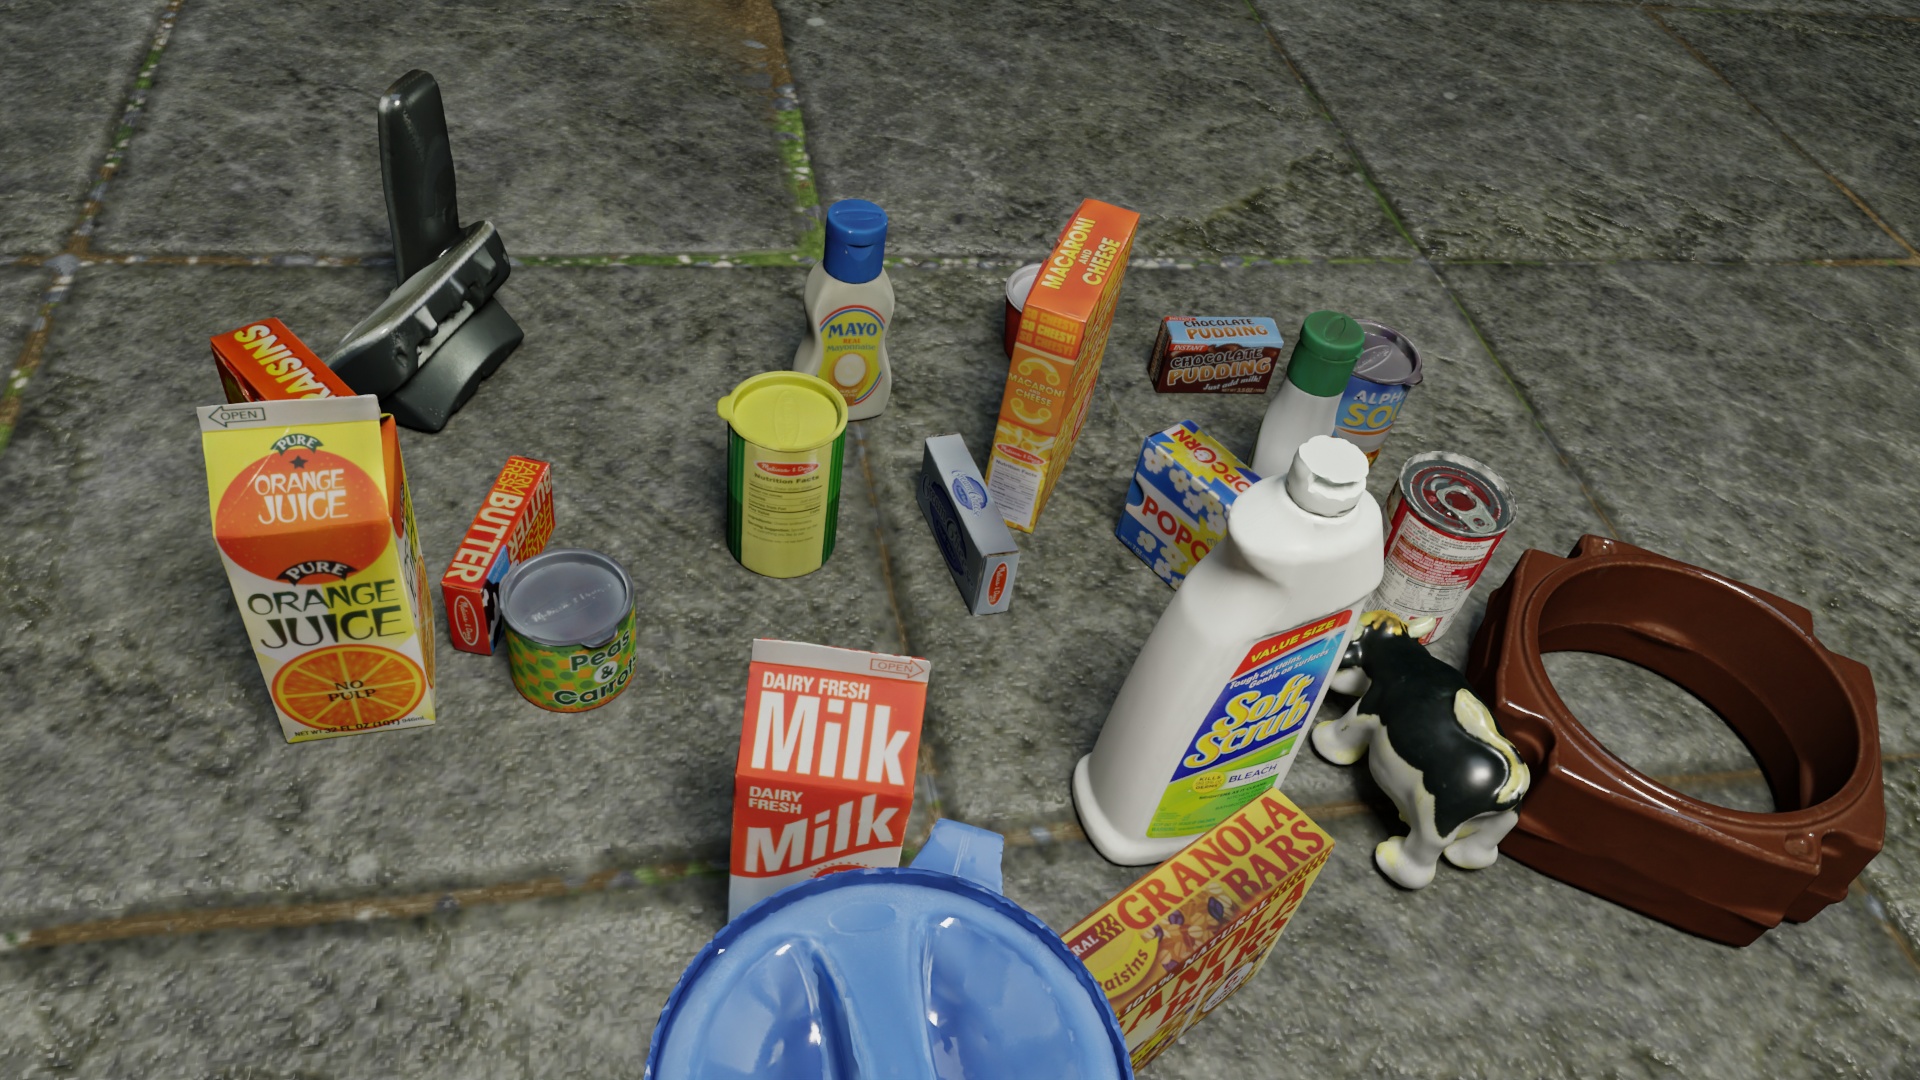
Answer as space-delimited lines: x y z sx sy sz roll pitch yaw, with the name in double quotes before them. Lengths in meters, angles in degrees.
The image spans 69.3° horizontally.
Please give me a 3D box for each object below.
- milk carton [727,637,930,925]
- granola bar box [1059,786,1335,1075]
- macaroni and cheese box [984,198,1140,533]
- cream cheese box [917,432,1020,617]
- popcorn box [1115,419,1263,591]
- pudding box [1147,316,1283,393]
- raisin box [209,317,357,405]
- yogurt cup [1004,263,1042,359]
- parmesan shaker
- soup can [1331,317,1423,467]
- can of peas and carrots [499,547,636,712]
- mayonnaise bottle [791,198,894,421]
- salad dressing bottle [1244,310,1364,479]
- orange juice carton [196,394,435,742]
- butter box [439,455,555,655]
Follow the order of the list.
"milk carton" -0.059 0.107 0.600 0.072 0.189 0.074 7 45 -4
"granola bar box" 0.075 0.188 0.593 0.166 0.123 0.039 -26 56 -31
"macaroni and cheese box" 0.058 -0.105 0.846 0.040 0.165 0.124 19 46 8
"cream cheese box" 0.003 -0.010 0.822 0.024 0.053 0.104 -9 49 -19
"popcorn box" 0.155 0.000 0.818 0.038 0.084 0.127 -26 56 -31
"pudding box" 0.179 -0.131 0.975 0.084 0.049 0.030 -1 46 -11
"raisin box" -0.349 -0.045 0.740 0.086 0.122 0.040 39 52 25
"yogurt cup" 0.062 -0.153 0.972 0.072 0.053 0.073 5 45 -5
"parmesan shaker" -0.104 -0.037 0.793 0.071 0.102 0.072 5 45 -5
"soup can" 0.264 -0.094 0.932 0.071 0.083 0.072 5 45 -5
"can of peas and carrots" -0.201 0.048 0.723 0.071 0.058 0.071 5 45 -5
"mayonnaise bottle" -0.071 -0.141 0.869 0.065 0.147 0.041 -4 47 -14
"salad dressing bottle" 0.208 -0.073 0.856 0.044 0.146 0.064 27 47 15
"orange juice carton" -0.296 0.007 0.652 0.072 0.191 0.073 -6 48 -16
"butter box" -0.251 0.006 0.758 0.024 0.052 0.104 11 45 0
